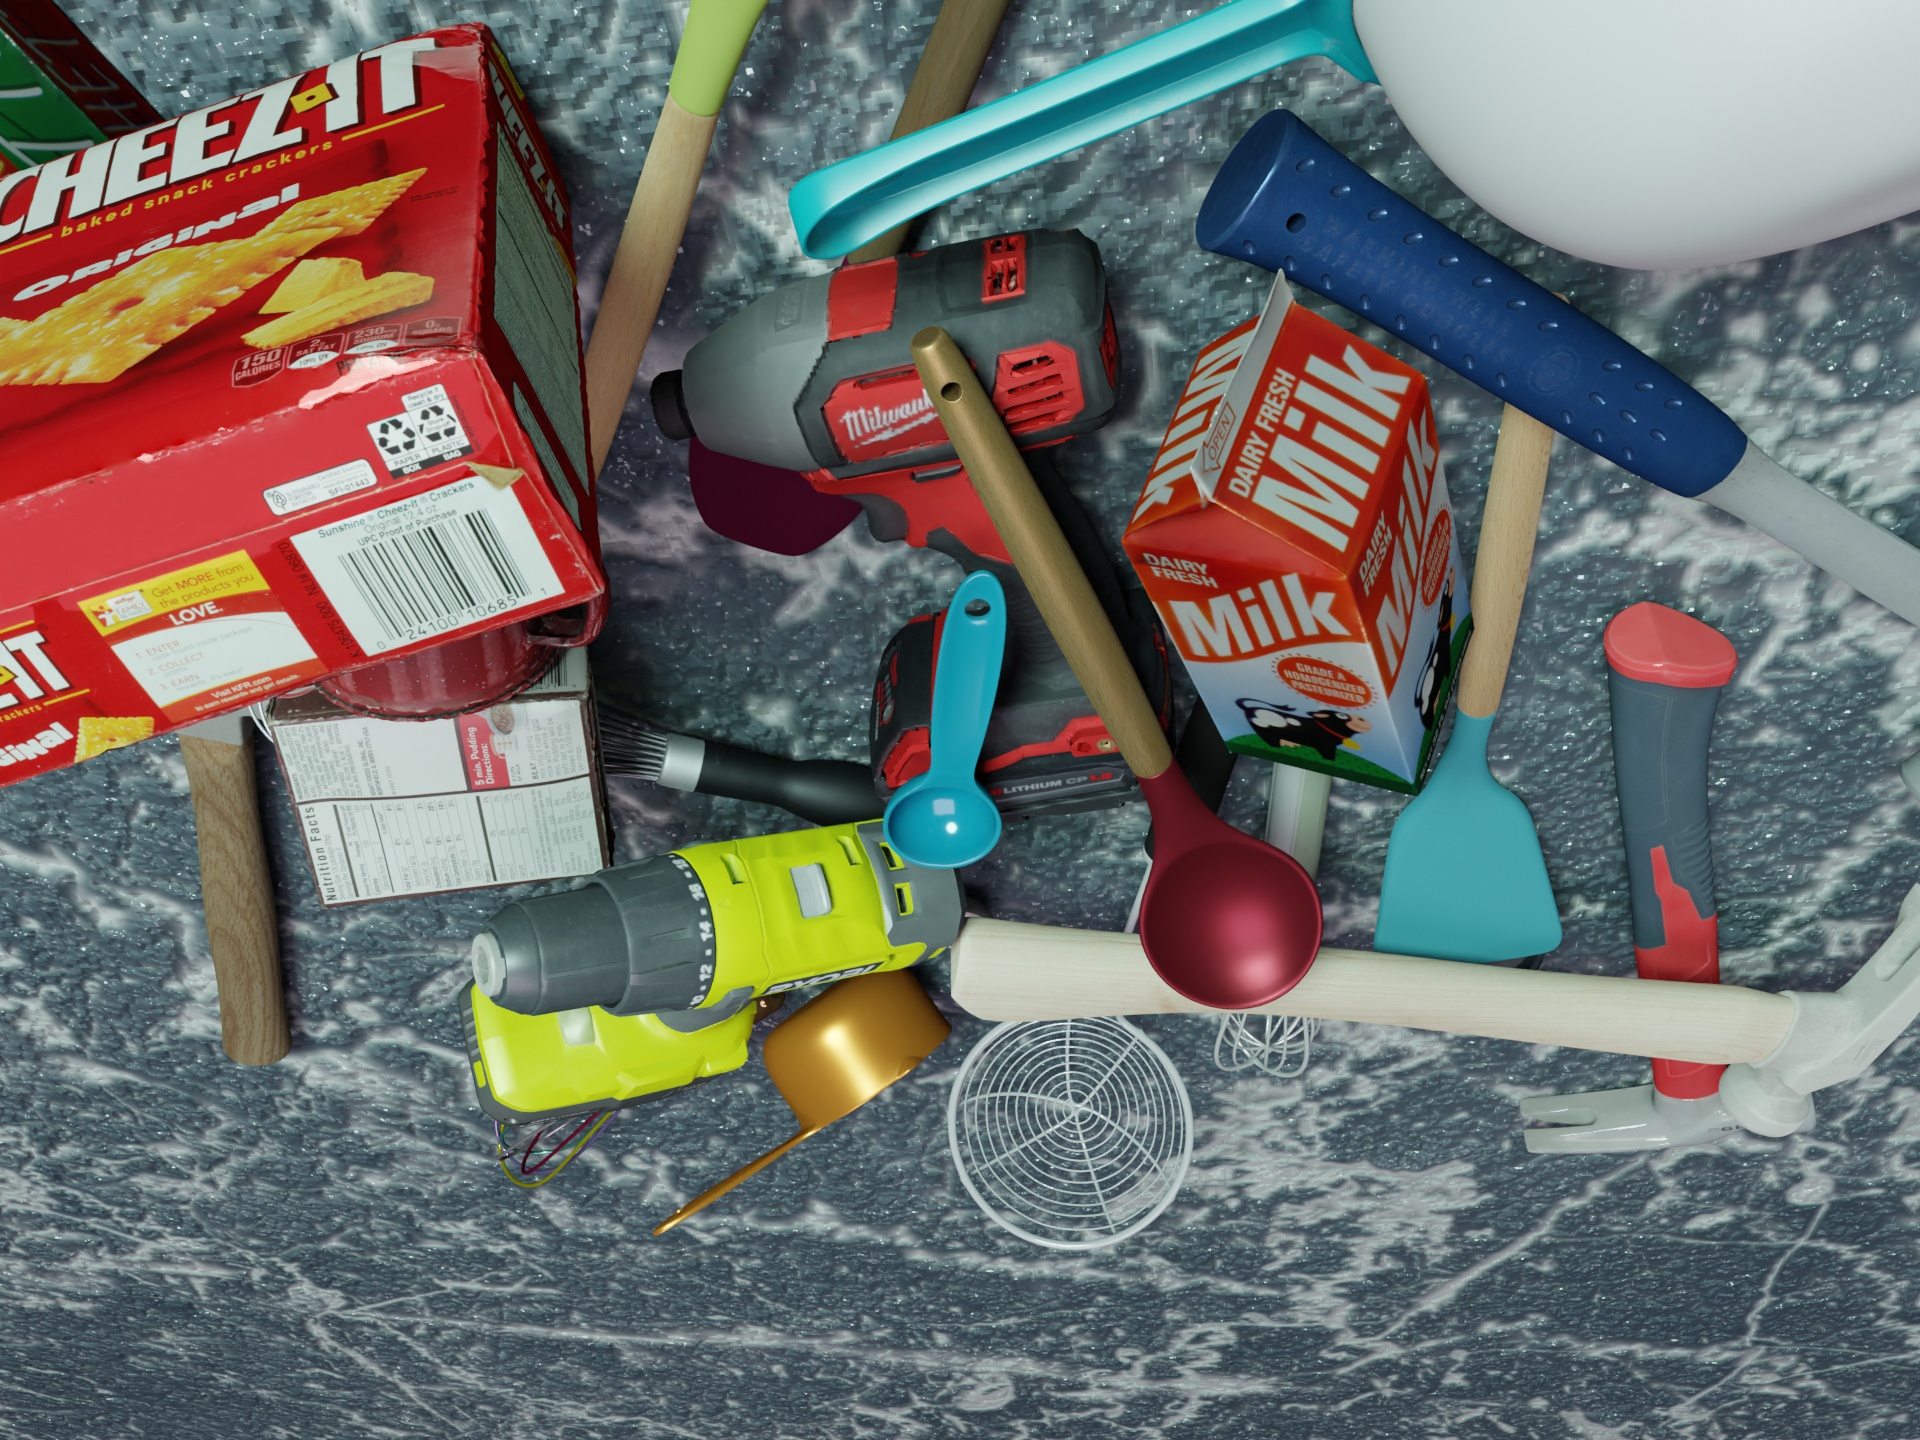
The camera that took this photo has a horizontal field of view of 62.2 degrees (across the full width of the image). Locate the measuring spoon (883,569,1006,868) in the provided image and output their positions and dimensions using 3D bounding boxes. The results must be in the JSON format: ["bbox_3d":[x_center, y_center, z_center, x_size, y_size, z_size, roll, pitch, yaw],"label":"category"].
[{"bbox_3d":[-0.001,-0.002,0.540,0.042,0.021,0.128,5,129,-6],"label":"measuring spoon"}]

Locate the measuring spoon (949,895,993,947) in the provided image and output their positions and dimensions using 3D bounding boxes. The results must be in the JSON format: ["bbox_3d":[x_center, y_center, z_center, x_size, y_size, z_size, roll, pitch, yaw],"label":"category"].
[{"bbox_3d":[-0.040,0.101,0.778,0.124,0.018,0.034,-10,137,24],"label":"measuring spoon"}]

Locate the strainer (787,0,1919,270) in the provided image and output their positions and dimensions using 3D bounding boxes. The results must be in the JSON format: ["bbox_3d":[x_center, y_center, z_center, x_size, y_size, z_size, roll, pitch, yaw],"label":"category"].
[{"bbox_3d":[0.128,-0.137,0.347,0.340,0.095,0.211,-18,174,12],"label":"strainer"}]

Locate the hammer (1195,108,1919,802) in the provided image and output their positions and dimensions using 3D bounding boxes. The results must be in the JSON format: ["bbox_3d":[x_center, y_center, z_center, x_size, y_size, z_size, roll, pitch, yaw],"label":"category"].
[{"bbox_3d":[0.255,-0.083,0.513,0.405,0.035,0.144,23,126,-21],"label":"hammer"}]

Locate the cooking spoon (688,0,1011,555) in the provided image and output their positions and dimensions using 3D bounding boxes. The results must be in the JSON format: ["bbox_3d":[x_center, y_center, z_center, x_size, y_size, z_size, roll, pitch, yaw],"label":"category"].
[{"bbox_3d":[-0.020,-0.159,0.483,0.068,0.017,0.318,17,137,-14],"label":"cooking spoon"}]

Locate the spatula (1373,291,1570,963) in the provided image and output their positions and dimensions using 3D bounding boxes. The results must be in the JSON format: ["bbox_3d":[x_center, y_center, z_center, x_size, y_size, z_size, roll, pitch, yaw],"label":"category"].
[{"bbox_3d":[0.205,-0.016,0.605,0.082,0.044,0.317,-6,136,4],"label":"spatula"}]

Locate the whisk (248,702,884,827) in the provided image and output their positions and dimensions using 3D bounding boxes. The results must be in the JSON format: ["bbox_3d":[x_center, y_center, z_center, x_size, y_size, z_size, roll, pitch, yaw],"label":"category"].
[{"bbox_3d":[-0.147,0.011,0.655,0.284,0.070,0.070,13,137,-16],"label":"whisk"}]

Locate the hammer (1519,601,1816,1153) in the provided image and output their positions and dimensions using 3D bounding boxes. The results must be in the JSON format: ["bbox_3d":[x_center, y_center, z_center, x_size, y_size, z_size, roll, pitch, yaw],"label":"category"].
[{"bbox_3d":[0.308,0.094,0.723,0.143,0.038,0.385,-11,136,19],"label":"hammer"}]

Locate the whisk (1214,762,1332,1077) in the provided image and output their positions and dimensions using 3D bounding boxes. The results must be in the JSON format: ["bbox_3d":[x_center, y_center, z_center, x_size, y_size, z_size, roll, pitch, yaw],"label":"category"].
[{"bbox_3d":[0.145,0.084,0.721,0.059,0.058,0.246,-24,137,-21],"label":"whisk"}]

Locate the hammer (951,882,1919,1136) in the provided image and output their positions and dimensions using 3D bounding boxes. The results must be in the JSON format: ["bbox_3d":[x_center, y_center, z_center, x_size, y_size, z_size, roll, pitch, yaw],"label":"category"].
[{"bbox_3d":[0.202,0.111,0.679,0.410,0.038,0.146,6,134,-7],"label":"hammer"}]

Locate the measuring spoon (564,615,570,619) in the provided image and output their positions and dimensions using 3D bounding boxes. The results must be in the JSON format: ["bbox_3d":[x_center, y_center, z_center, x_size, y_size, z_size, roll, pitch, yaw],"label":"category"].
[{"bbox_3d":[-0.206,-0.049,0.625,0.117,0.011,0.021,19,109,-12],"label":"measuring spoon"}]

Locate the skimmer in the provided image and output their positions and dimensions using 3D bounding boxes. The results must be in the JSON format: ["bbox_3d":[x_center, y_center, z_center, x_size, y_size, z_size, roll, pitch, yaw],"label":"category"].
[{"bbox_3d":[0.075,0.121,0.729,0.127,0.090,0.363,20,137,8],"label":"skimmer"}]

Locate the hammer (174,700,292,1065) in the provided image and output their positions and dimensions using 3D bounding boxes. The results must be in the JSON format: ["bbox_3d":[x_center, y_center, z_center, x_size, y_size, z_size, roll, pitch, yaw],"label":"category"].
[{"bbox_3d":[-0.342,0.075,0.755,0.130,0.031,0.331,12,138,-8],"label":"hammer"}]

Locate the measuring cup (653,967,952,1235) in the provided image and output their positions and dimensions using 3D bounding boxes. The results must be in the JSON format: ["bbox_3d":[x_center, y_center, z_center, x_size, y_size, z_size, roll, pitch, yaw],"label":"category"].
[{"bbox_3d":[-0.085,0.175,0.761,0.052,0.173,0.095,57,151,3],"label":"measuring cup"}]

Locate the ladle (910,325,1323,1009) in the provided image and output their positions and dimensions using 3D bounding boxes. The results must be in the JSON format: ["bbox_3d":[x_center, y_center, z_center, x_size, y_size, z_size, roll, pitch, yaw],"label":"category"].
[{"bbox_3d":[0.054,-0.001,0.527,0.069,0.031,0.315,-25,131,8],"label":"ladle"}]

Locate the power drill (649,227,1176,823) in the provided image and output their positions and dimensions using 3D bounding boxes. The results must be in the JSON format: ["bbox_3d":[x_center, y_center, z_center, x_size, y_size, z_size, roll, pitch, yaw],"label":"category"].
[{"bbox_3d":[-0.005,-0.057,0.538,0.143,0.079,0.219,-8,140,11],"label":"power drill"}]

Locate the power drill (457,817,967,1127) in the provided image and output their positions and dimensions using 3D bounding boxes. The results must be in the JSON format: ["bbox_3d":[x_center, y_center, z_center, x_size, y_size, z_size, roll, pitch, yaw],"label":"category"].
[{"bbox_3d":[-0.130,0.108,0.670,0.190,0.080,0.228,-6,161,-35],"label":"power drill"}]

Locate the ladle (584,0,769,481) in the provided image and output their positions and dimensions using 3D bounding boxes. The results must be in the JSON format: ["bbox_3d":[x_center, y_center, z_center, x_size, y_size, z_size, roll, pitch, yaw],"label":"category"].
[{"bbox_3d":[-0.083,-0.170,0.469,0.078,0.062,0.320,15,144,-17],"label":"ladle"}]

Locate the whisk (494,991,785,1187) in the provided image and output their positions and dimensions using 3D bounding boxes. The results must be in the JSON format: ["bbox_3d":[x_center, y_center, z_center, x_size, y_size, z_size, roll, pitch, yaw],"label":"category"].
[{"bbox_3d":[-0.180,0.199,0.873,0.245,0.047,0.051,-34,125,30],"label":"whisk"}]
